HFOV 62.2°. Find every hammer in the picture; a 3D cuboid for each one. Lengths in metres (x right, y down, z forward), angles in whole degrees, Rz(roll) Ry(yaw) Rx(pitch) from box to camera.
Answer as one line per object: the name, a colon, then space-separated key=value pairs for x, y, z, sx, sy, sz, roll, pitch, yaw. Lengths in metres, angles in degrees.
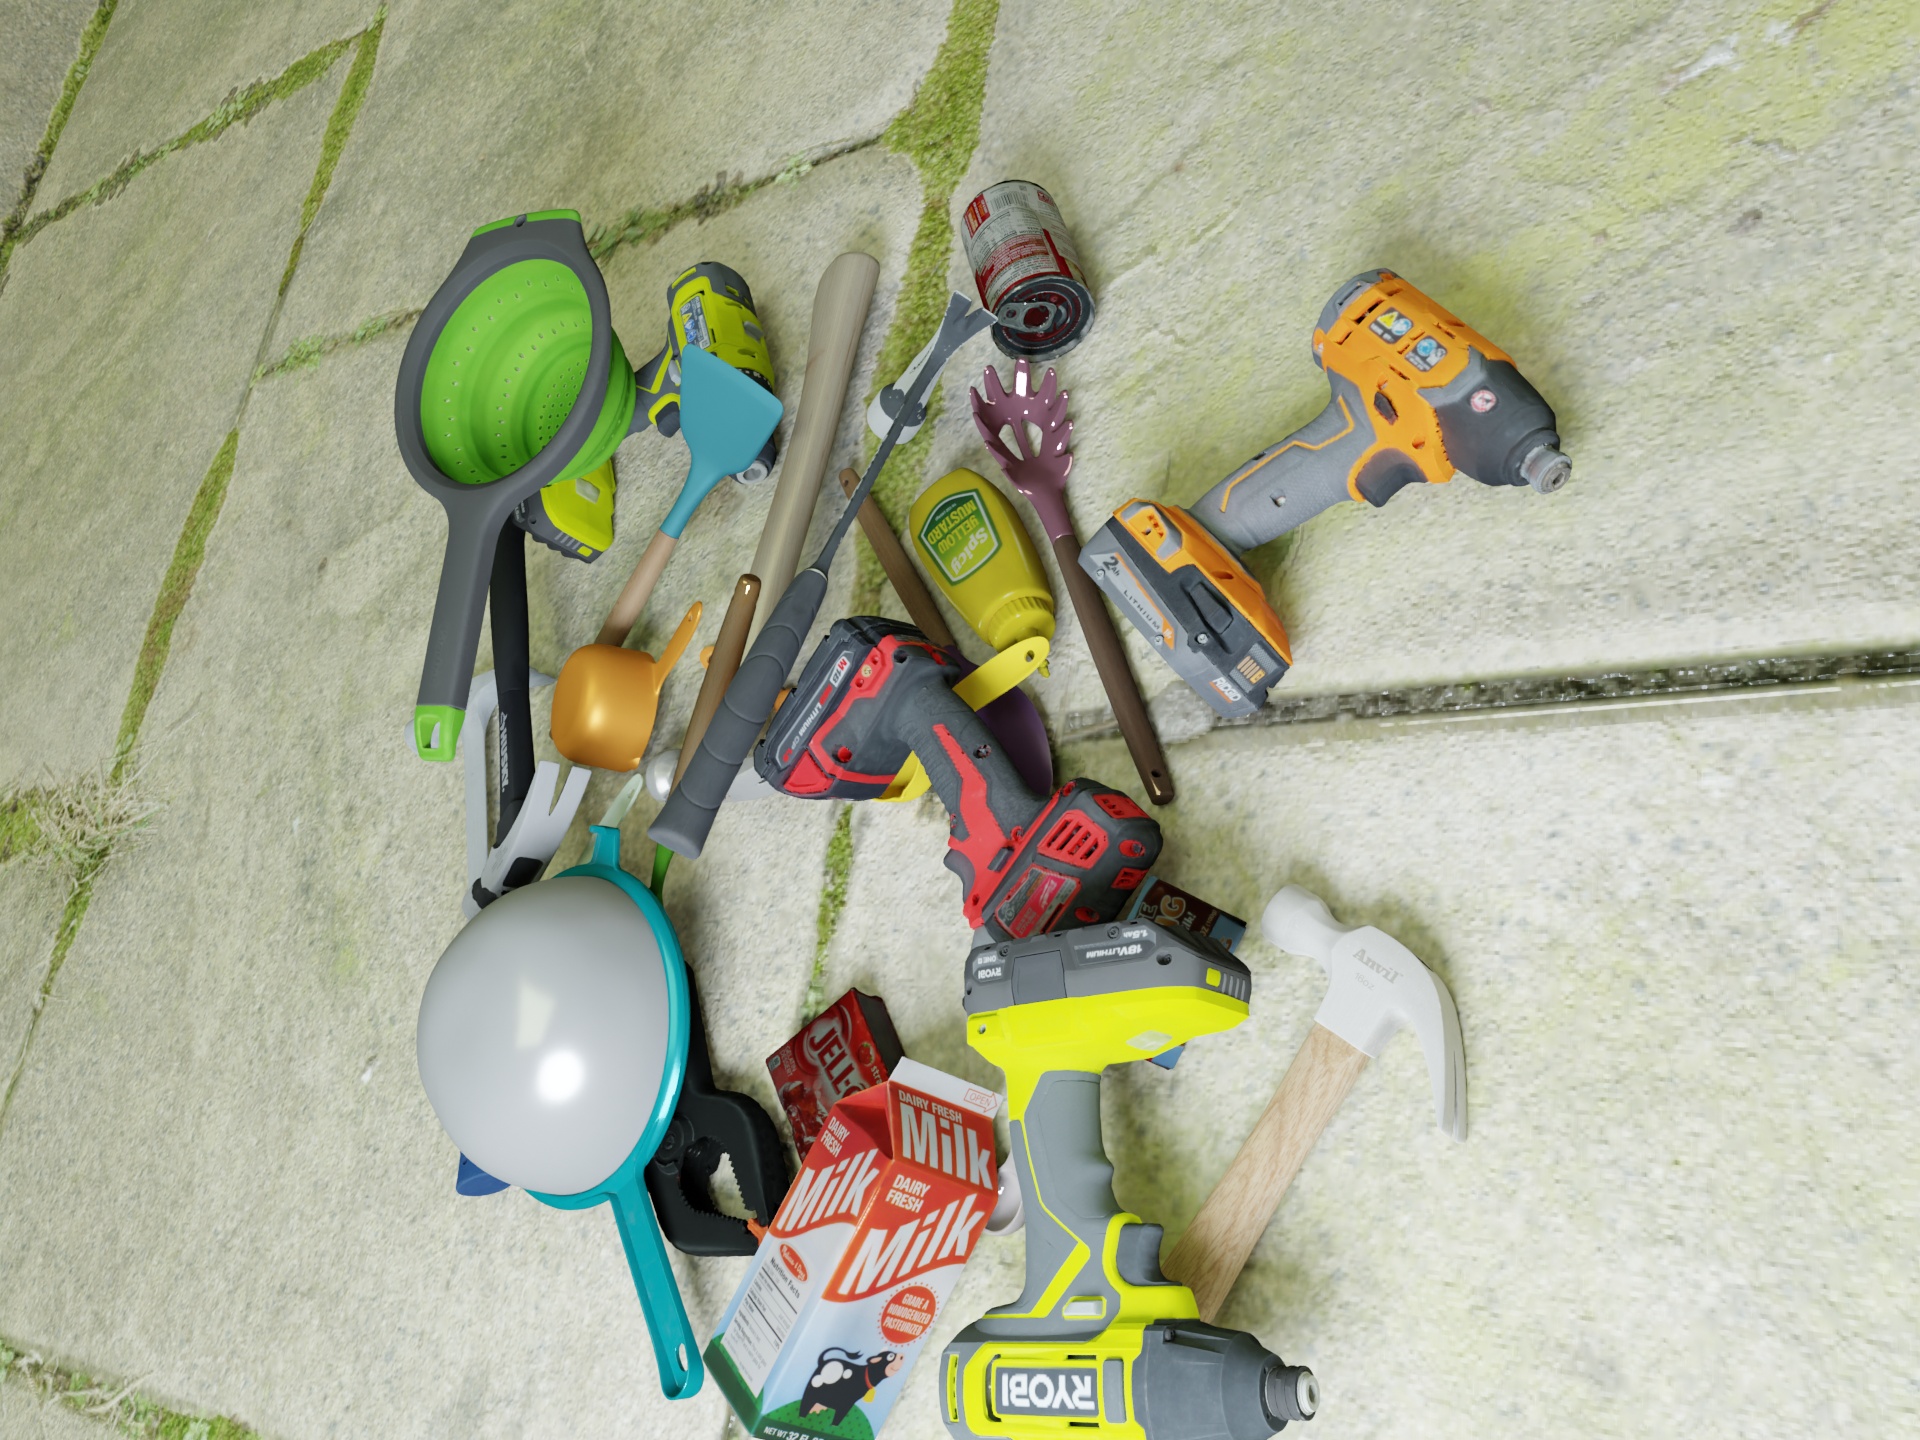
hammer: x=-0.344 y=0.135 z=1.147 sx=0.144 sy=0.035 sz=0.406 roll=-30 pitch=53 yaw=24
hammer: x=-0.108 y=-0.141 z=1.069 sx=0.146 sy=0.038 sz=0.411 roll=-9 pitch=61 yaw=47
hammer: x=-0.319 y=-0.029 z=1.141 sx=0.146 sy=0.035 sz=0.335 roll=-48 pitch=41 yaw=35
hammer: x=-0.078 y=-0.090 z=0.914 sx=0.149 sy=0.036 sz=0.409 roll=-44 pitch=19 yaw=53
hammer: x=0.118 y=0.244 z=0.729 sx=0.130 sy=0.031 sz=0.331 roll=32 pitch=91 yaw=43

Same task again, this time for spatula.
spatula: x=-0.225 y=-0.112 z=1.132 sx=0.082 sy=0.044 sz=0.317 roll=33 pitch=108 yaw=4
spatula: x=-0.017 y=-0.061 z=0.992 sx=0.059 sy=0.018 sz=0.316 roll=-48 pitch=48 yaw=22

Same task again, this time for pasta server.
pasta server: x=0.068 y=-0.088 z=0.925 sx=0.060 sy=0.040 sz=0.317 roll=-14 pitch=57 yaw=-4

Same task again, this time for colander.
colander: x=-0.314 y=-0.159 z=1.135 sx=0.204 sy=0.094 sz=0.397 roll=1 pitch=78 yaw=30

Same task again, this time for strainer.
strainer: x=-0.238 y=0.233 z=0.923 sx=0.211 sy=0.095 sz=0.341 roll=-47 pitch=52 yaw=24

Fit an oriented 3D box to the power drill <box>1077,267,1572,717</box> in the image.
power drill: x=0.188 y=-0.110 z=0.814 sx=0.226 sy=0.084 sz=0.164 roll=-43 pitch=49 yaw=9

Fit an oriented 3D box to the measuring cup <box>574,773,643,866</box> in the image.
measuring cup: x=-0.243 y=0.112 z=1.065 sx=0.167 sy=0.038 sz=0.083 roll=-58 pitch=37 yaw=7

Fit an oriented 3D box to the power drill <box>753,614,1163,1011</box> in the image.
power drill: x=-0.006 y=0.053 z=0.868 sx=0.220 sy=0.078 sz=0.143 roll=42 pitch=108 yaw=28

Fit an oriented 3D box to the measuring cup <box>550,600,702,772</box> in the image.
measuring cup: x=-0.231 y=-0.033 z=1.087 sx=0.173 sy=0.052 sz=0.095 roll=-47 pitch=43 yaw=43

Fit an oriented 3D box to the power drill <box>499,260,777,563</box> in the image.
power drill: x=-0.236 y=-0.218 z=1.207 sx=0.228 sy=0.080 sz=0.191 roll=-29 pitch=58 yaw=22

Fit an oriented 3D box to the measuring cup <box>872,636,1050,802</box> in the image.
measuring cup: x=-0.001 y=-0.003 z=0.934 sx=0.156 sy=0.029 sz=0.062 roll=-34 pitch=64 yaw=27

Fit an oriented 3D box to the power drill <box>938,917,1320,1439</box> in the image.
power drill: x=0.072 y=0.210 z=0.712 sx=0.171 sy=0.080 sz=0.223 roll=-16 pitch=64 yaw=34

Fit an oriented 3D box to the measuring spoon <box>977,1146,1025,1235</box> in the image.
measuring spoon: x=0.044 y=0.208 z=0.820 sx=0.034 sy=0.018 sz=0.124 roll=4 pitch=64 yaw=56

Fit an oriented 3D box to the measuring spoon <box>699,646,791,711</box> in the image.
measuring spoon: x=-0.148 y=-0.029 z=1.086 sx=0.117 sy=0.011 sz=0.021 roll=28 pitch=88 yaw=43

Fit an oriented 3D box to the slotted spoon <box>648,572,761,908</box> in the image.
slotted spoon: x=-0.170 y=0.048 z=0.977 sx=0.070 sy=0.031 sz=0.313 roll=-105 pitch=32 yaw=-57
